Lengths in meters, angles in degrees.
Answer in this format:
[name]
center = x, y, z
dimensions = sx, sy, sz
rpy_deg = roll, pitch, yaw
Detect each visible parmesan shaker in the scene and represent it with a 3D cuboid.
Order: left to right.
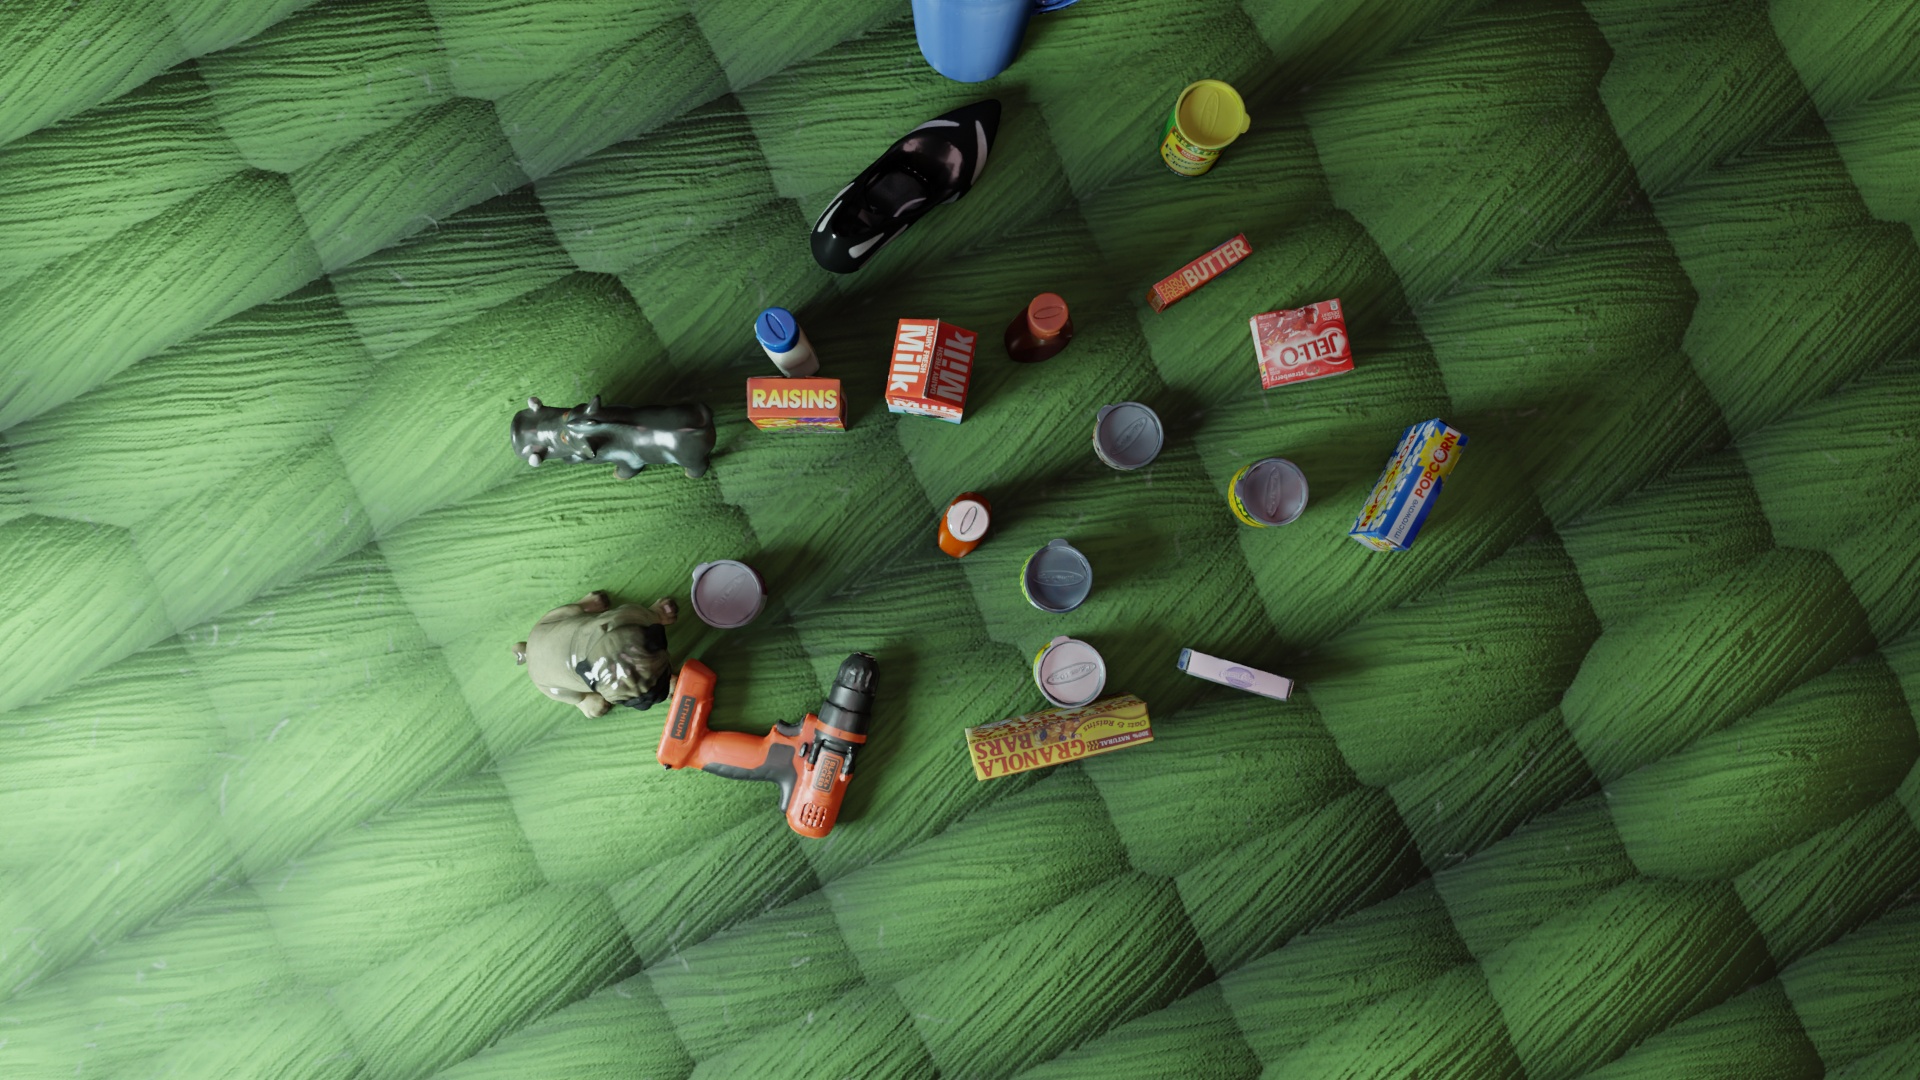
[parmesan shaker]
center = 0.234, -0.395, 1.345
dimensions = 0.071, 0.103, 0.071
rpy_deg = 0, 88, -2

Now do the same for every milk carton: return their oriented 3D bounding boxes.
[milk carton]
center = -0.027, -0.156, 1.284
dimensions = 0.073, 0.190, 0.072
rpy_deg = 10, 88, -1

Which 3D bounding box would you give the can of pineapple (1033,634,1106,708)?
[can of pineapple]
center = 0.105, 0.125, 1.344
dimensions = 0.071, 0.058, 0.071
rpy_deg = 0, 88, -2

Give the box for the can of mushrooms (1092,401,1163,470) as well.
[can of mushrooms]
center = 0.163, -0.104, 1.366
dimensions = 0.071, 0.033, 0.071
rpy_deg = 0, 88, -2

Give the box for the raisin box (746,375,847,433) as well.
[raisin box]
center = -0.152, -0.127, 1.313
dimensions = 0.086, 0.123, 0.040
rpy_deg = 1, 88, -2

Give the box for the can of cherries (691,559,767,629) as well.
[can of cherries]
center = -0.223, 0.049, 1.337
dimensions = 0.071, 0.058, 0.071
rpy_deg = 0, 88, -2

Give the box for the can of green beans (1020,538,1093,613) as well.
[can of green beans]
center = 0.092, 0.037, 1.347
dimensions = 0.071, 0.058, 0.071
rpy_deg = 0, 88, -2

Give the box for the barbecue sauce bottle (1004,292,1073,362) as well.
[barbecue sauce bottle]
center = 0.077, -0.201, 1.310
dimensions = 0.065, 0.148, 0.043
rpy_deg = -15, 89, -2

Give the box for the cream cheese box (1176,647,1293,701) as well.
[cream cheese box]
center = 0.266, 0.130, 1.351
dimensions = 0.104, 0.053, 0.024
rpy_deg = 16, 88, -1

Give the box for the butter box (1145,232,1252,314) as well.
[butter box]
center = 0.234, -0.261, 1.365
dimensions = 0.103, 0.053, 0.024
rpy_deg = -31, 89, -2

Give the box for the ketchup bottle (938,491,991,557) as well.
[ketchup bottle]
center = 0.005, -0.016, 1.301
dimensions = 0.043, 0.149, 0.064
rpy_deg = 27, 88, -1

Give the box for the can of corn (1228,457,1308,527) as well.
[can of corn]
center = 0.297, -0.046, 1.356
dimensions = 0.071, 0.058, 0.071
rpy_deg = 0, 88, -2

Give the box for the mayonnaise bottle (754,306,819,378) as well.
[mayonnaise bottle]
center = -0.165, -0.187, 1.303
dimensions = 0.041, 0.148, 0.065
rpy_deg = -34, 90, -2

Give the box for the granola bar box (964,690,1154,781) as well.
[granola bar box]
center = 0.090, 0.183, 1.308
dimensions = 0.166, 0.124, 0.039
rpy_deg = -13, 89, -2

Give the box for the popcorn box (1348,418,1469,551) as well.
[popcorn box]
center = 0.433, -0.051, 1.346
dimensions = 0.038, 0.085, 0.126
rpy_deg = 30, 88, -1
